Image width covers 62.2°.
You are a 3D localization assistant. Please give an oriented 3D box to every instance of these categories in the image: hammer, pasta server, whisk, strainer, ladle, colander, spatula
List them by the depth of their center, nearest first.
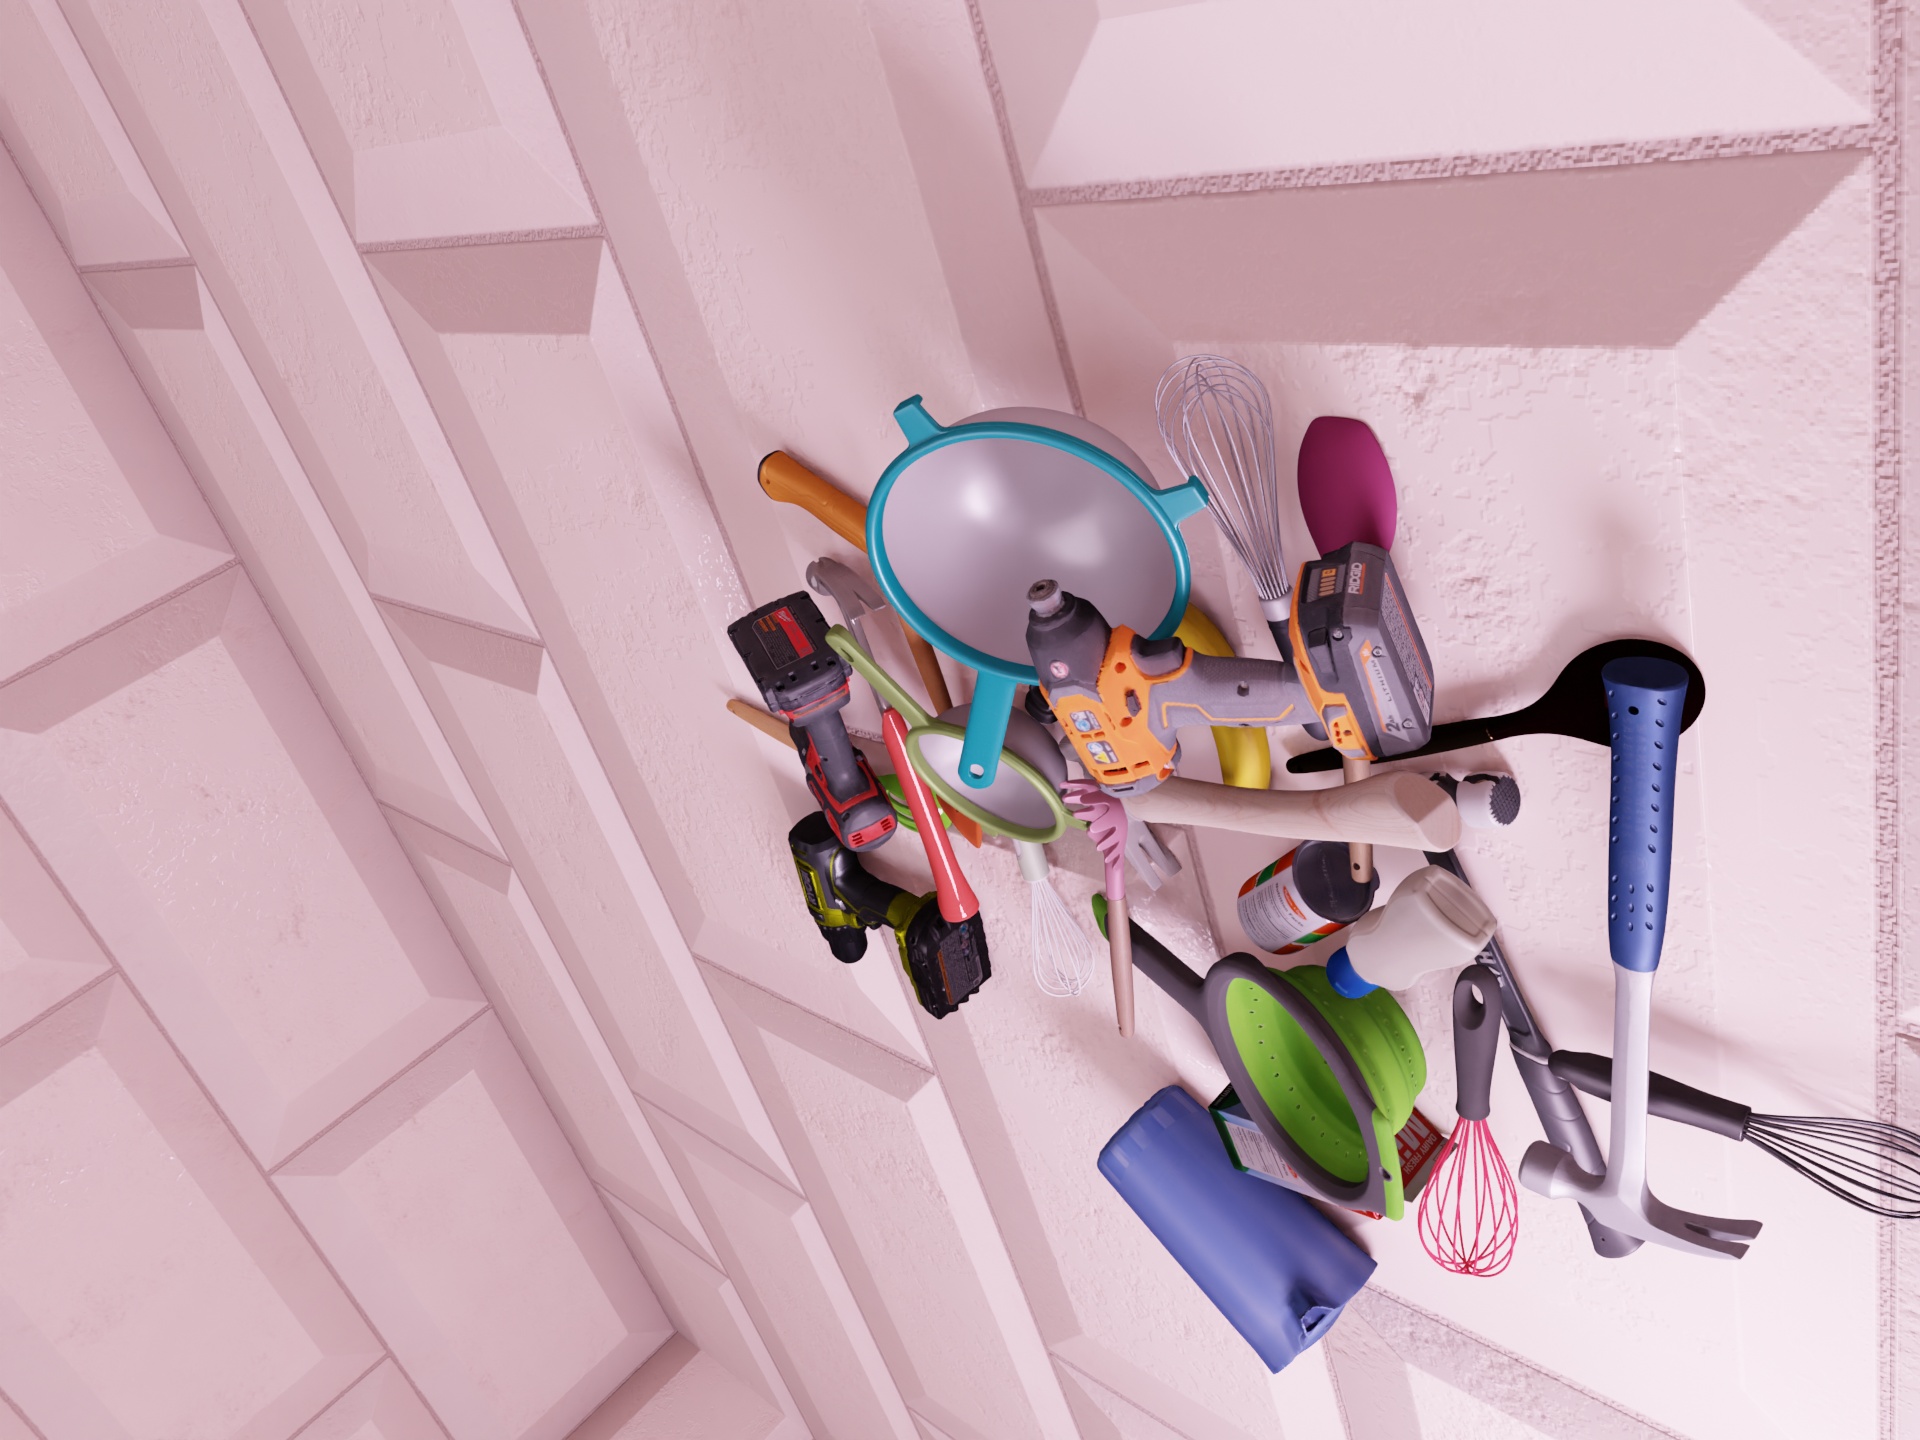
[{"bbox_3d":[0.398,0.150,0.925,0.144,0.035,0.405,18,130,42],"label":"hammer"},{"bbox_3d":[0.478,0.247,0.972,0.239,0.055,0.055,15,133,37],"label":"whisk"},{"bbox_3d":[0.311,0.007,0.986,0.069,0.031,0.315,57,150,-9],"label":"ladle"},{"bbox_3d":[0.190,-0.102,1.006,0.070,0.070,0.284,9,133,48],"label":"whisk"},{"bbox_3d":[0.043,-0.087,1.077,0.211,0.095,0.340,17,140,5],"label":"strainer"},{"bbox_3d":[0.380,0.210,1.092,0.149,0.036,0.408,-4,119,55],"label":"hammer"},{"bbox_3d":[0.200,0.068,1.093,0.146,0.038,0.411,58,161,-12],"label":"hammer"},{"bbox_3d":[0.361,0.288,1.119,0.073,0.073,0.295,21,132,40],"label":"whisk"},{"bbox_3d":[0.239,0.220,1.250,0.397,0.094,0.204,38,149,54],"label":"colander"},{"bbox_3d":[-0.040,-0.131,1.284,0.337,0.034,0.127,36,146,23],"label":"hammer"},{"bbox_3d":[-0.002,-0.004,1.285,0.256,0.069,0.151,44,154,-19],"label":"strainer"},{"bbox_3d":[0.120,0.161,1.288,0.060,0.040,0.315,-124,18,-45],"label":"pasta server"},{"bbox_3d":[-0.026,-0.019,1.339,0.081,0.041,0.322,48,165,43],"label":"spatula"},{"bbox_3d":[-0.048,0.031,1.402,0.149,0.036,0.358,44,156,61],"label":"hammer"},{"bbox_3d":[0.069,0.144,1.414,0.058,0.059,0.246,-131,21,-66],"label":"whisk"}]

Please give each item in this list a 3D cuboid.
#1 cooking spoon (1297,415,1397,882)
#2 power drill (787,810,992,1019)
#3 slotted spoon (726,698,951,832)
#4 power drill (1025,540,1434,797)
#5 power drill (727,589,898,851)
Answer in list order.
[{"bbox_3d":[0.246,-0.035,1.000,0.069,0.017,0.318,16,126,43],"label":"cooking spoon"},{"bbox_3d":[-0.077,0.212,1.639,0.229,0.080,0.190,26,140,39],"label":"power drill"},{"bbox_3d":[-0.130,0.039,1.580,0.314,0.031,0.070,26,141,37],"label":"slotted spoon"},{"bbox_3d":[0.153,-0.036,0.959,0.226,0.084,0.164,-10,132,30],"label":"power drill"},{"bbox_3d":[-0.135,-0.008,1.443,0.188,0.080,0.226,55,168,45],"label":"power drill"}]
